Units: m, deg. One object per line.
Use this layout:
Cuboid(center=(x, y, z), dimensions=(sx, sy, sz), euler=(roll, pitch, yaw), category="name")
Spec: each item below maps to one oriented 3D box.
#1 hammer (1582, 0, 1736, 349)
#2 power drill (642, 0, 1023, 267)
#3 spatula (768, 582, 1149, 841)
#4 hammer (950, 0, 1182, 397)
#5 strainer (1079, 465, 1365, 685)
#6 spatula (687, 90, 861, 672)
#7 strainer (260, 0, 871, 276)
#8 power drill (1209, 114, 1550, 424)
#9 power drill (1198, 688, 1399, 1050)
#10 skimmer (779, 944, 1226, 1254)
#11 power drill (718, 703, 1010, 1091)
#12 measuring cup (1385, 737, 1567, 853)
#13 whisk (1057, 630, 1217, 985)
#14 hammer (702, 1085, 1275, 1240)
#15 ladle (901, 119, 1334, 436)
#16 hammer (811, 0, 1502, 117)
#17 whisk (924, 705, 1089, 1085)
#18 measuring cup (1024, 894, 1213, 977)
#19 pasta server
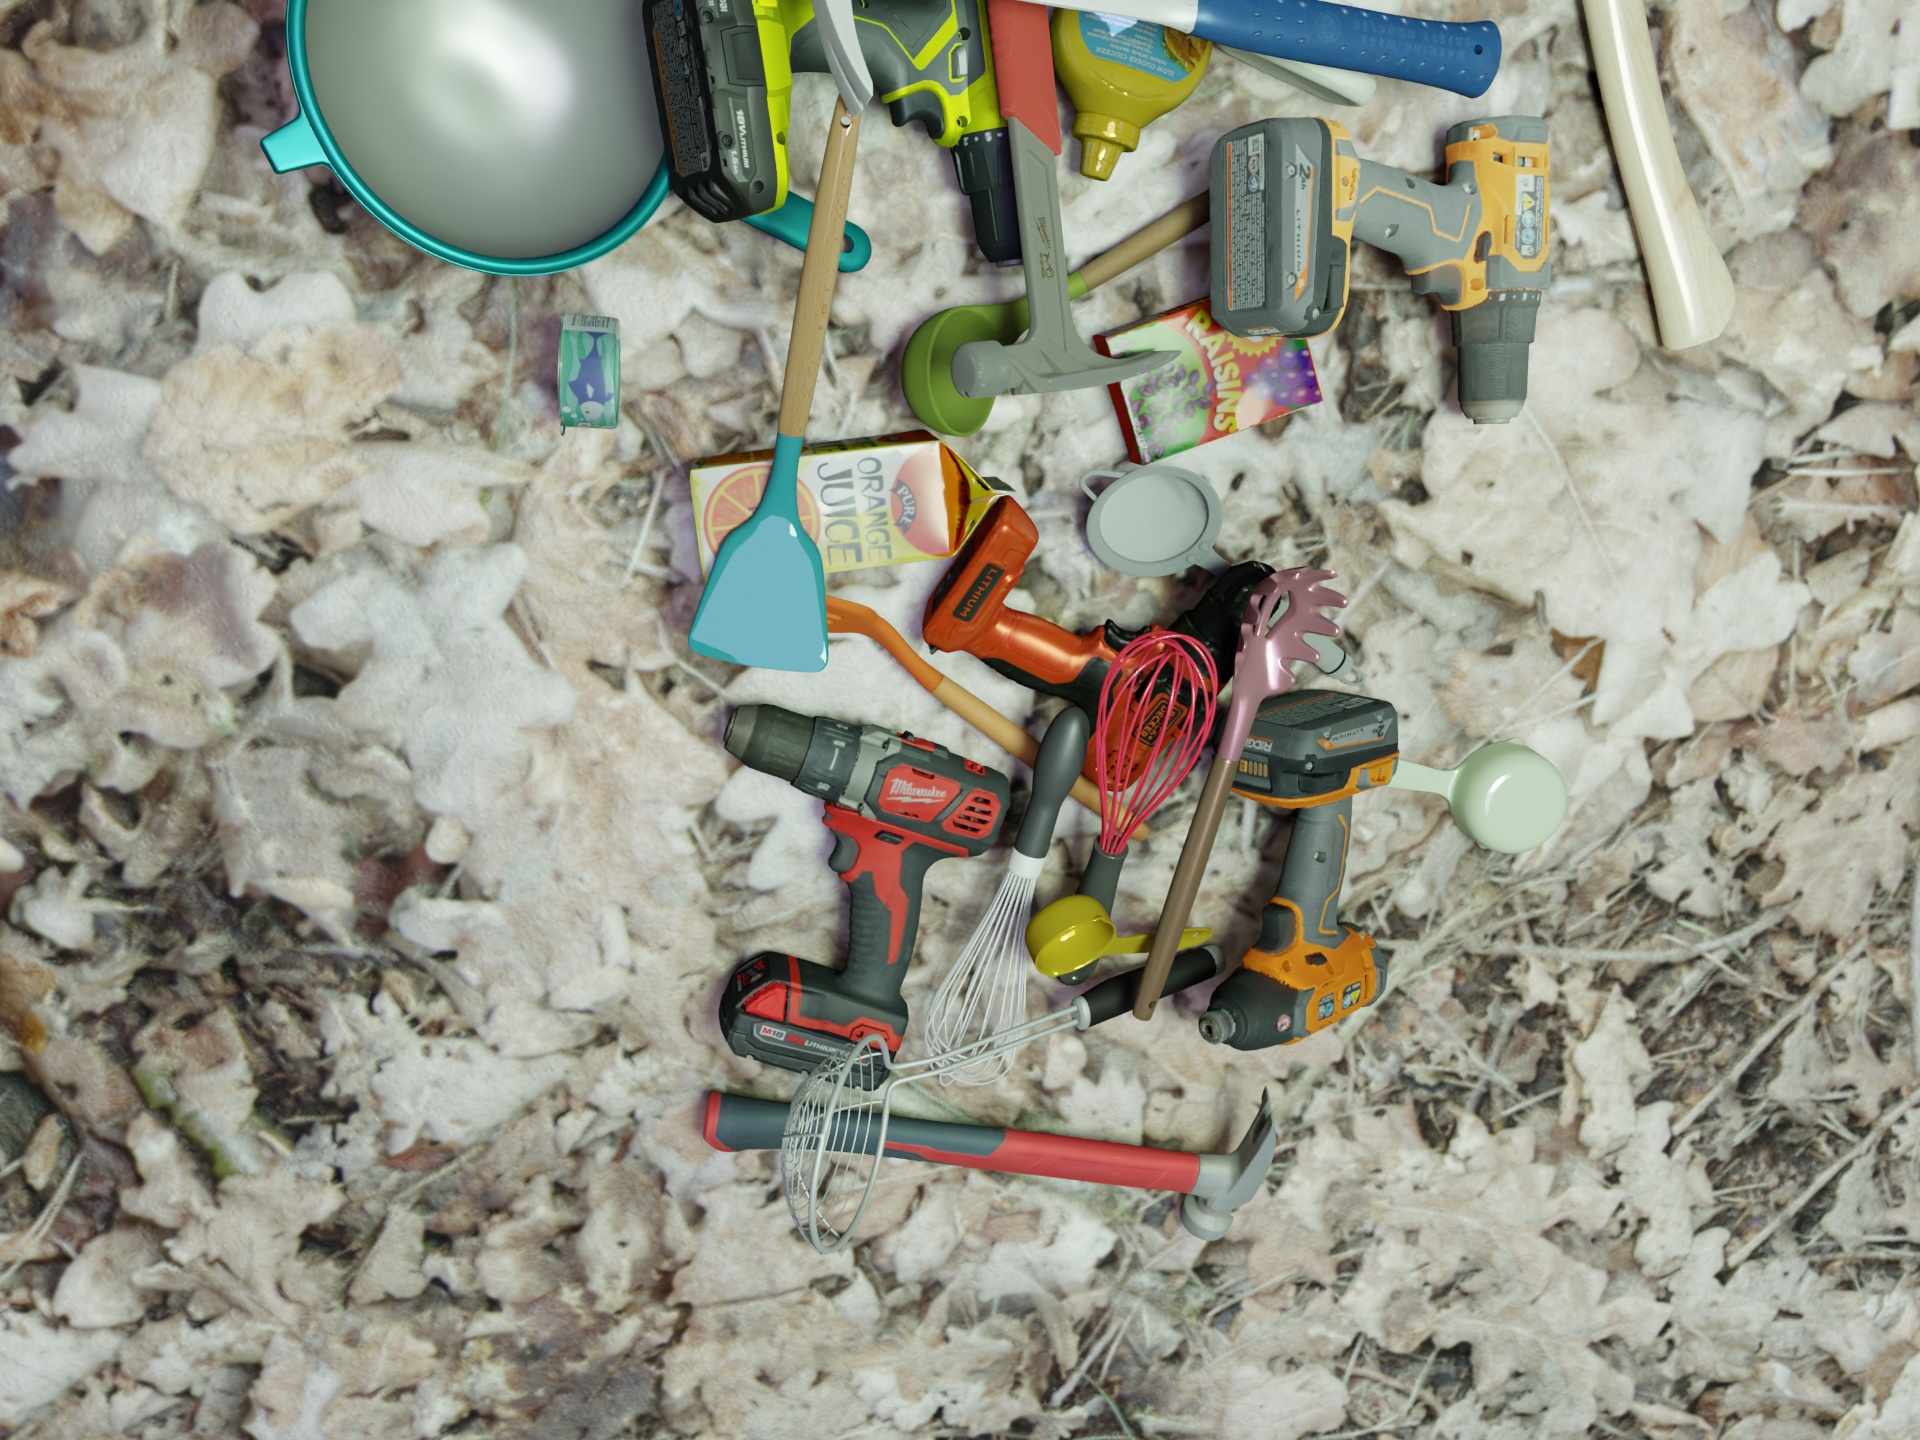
Cuboid(center=(0.400, -0.428, 0.988), dimensions=(0.146, 0.038, 0.410), euler=(-22, 107, -1), category="hammer")
Cuboid(center=(-0.048, -0.345, 0.892), dimensions=(0.228, 0.080, 0.190), euler=(-16, 107, -28), category="power drill")
Cuboid(center=(-0.002, -0.003, 1.029), dimensions=(0.322, 0.081, 0.041), euler=(36, 65, -19), category="spatula")
Cuboid(center=(0.043, -0.365, 0.883), dimensions=(0.149, 0.037, 0.359), euler=(-15, 106, -31), category="hammer")
Cuboid(center=(0.174, -0.095, 1.037), dimensions=(0.258, 0.050, 0.087), euler=(36, 123, -21), category="strainer")
Cuboid(center=(-0.088, -0.180, 0.878), dimensions=(0.082, 0.044, 0.317), euler=(10, 116, -7), category="spatula")
Cuboid(center=(-0.210, -0.331, 0.901), dimensions=(0.340, 0.095, 0.211), euler=(18, 89, -34), category="strainer")
Cuboid(center=(0.263, -0.270, 0.960), dimensions=(0.226, 0.084, 0.185), euler=(-7, 101, -26), category="power drill")
Cuboid(center=(0.216, 0.104, 1.043), dimensions=(0.164, 0.084, 0.226), euler=(-14, 109, -41), category="power drill")
Cuboid(center=(0.044, 0.218, 1.001), dimensions=(0.363, 0.090, 0.127), euler=(-15, 119, -30), category="skimmer")
Cuboid(center=(-0.088, 0.107, 1.031), dimensions=(0.187, 0.080, 0.226), euler=(19, 98, -13), category="power drill")
Cuboid(center=(0.341, 0.048, 1.097), dimensions=(0.167, 0.038, 0.083), euler=(11, 102, -12), category="measuring cup")
Cuboid(center=(0.102, 0.066, 1.016), dimensions=(0.073, 0.073, 0.295), euler=(6, 127, -10), category="whisk")
Cuboid(center=(0.020, 0.284, 1.089), dimensions=(0.386, 0.038, 0.143), euler=(9, 130, -8), category="hammer")
Cuboid(center=(0.102, -0.277, 0.972), dimensions=(0.320, 0.062, 0.078), euler=(-32, 133, -3), category="ladle")
Cuboid(center=(0.113, -0.377, 0.852), dimensions=(0.405, 0.035, 0.144), euler=(0, 93, -20), category="hammer")
Cuboid(center=(0.034, 0.119, 1.041), dimensions=(0.070, 0.070, 0.284), euler=(13, 110, -12), category="whisk")
Cuboid(center=(0.106, 0.136, 1.042), dimensions=(0.156, 0.029, 0.062), euler=(3, 135, -39), category="measuring cup")
Cuboid(center=(0.160, 0.050, 0.982), dimensions=(0.060, 0.040, 0.316), euler=(7, 109, -27), category="pasta server")
